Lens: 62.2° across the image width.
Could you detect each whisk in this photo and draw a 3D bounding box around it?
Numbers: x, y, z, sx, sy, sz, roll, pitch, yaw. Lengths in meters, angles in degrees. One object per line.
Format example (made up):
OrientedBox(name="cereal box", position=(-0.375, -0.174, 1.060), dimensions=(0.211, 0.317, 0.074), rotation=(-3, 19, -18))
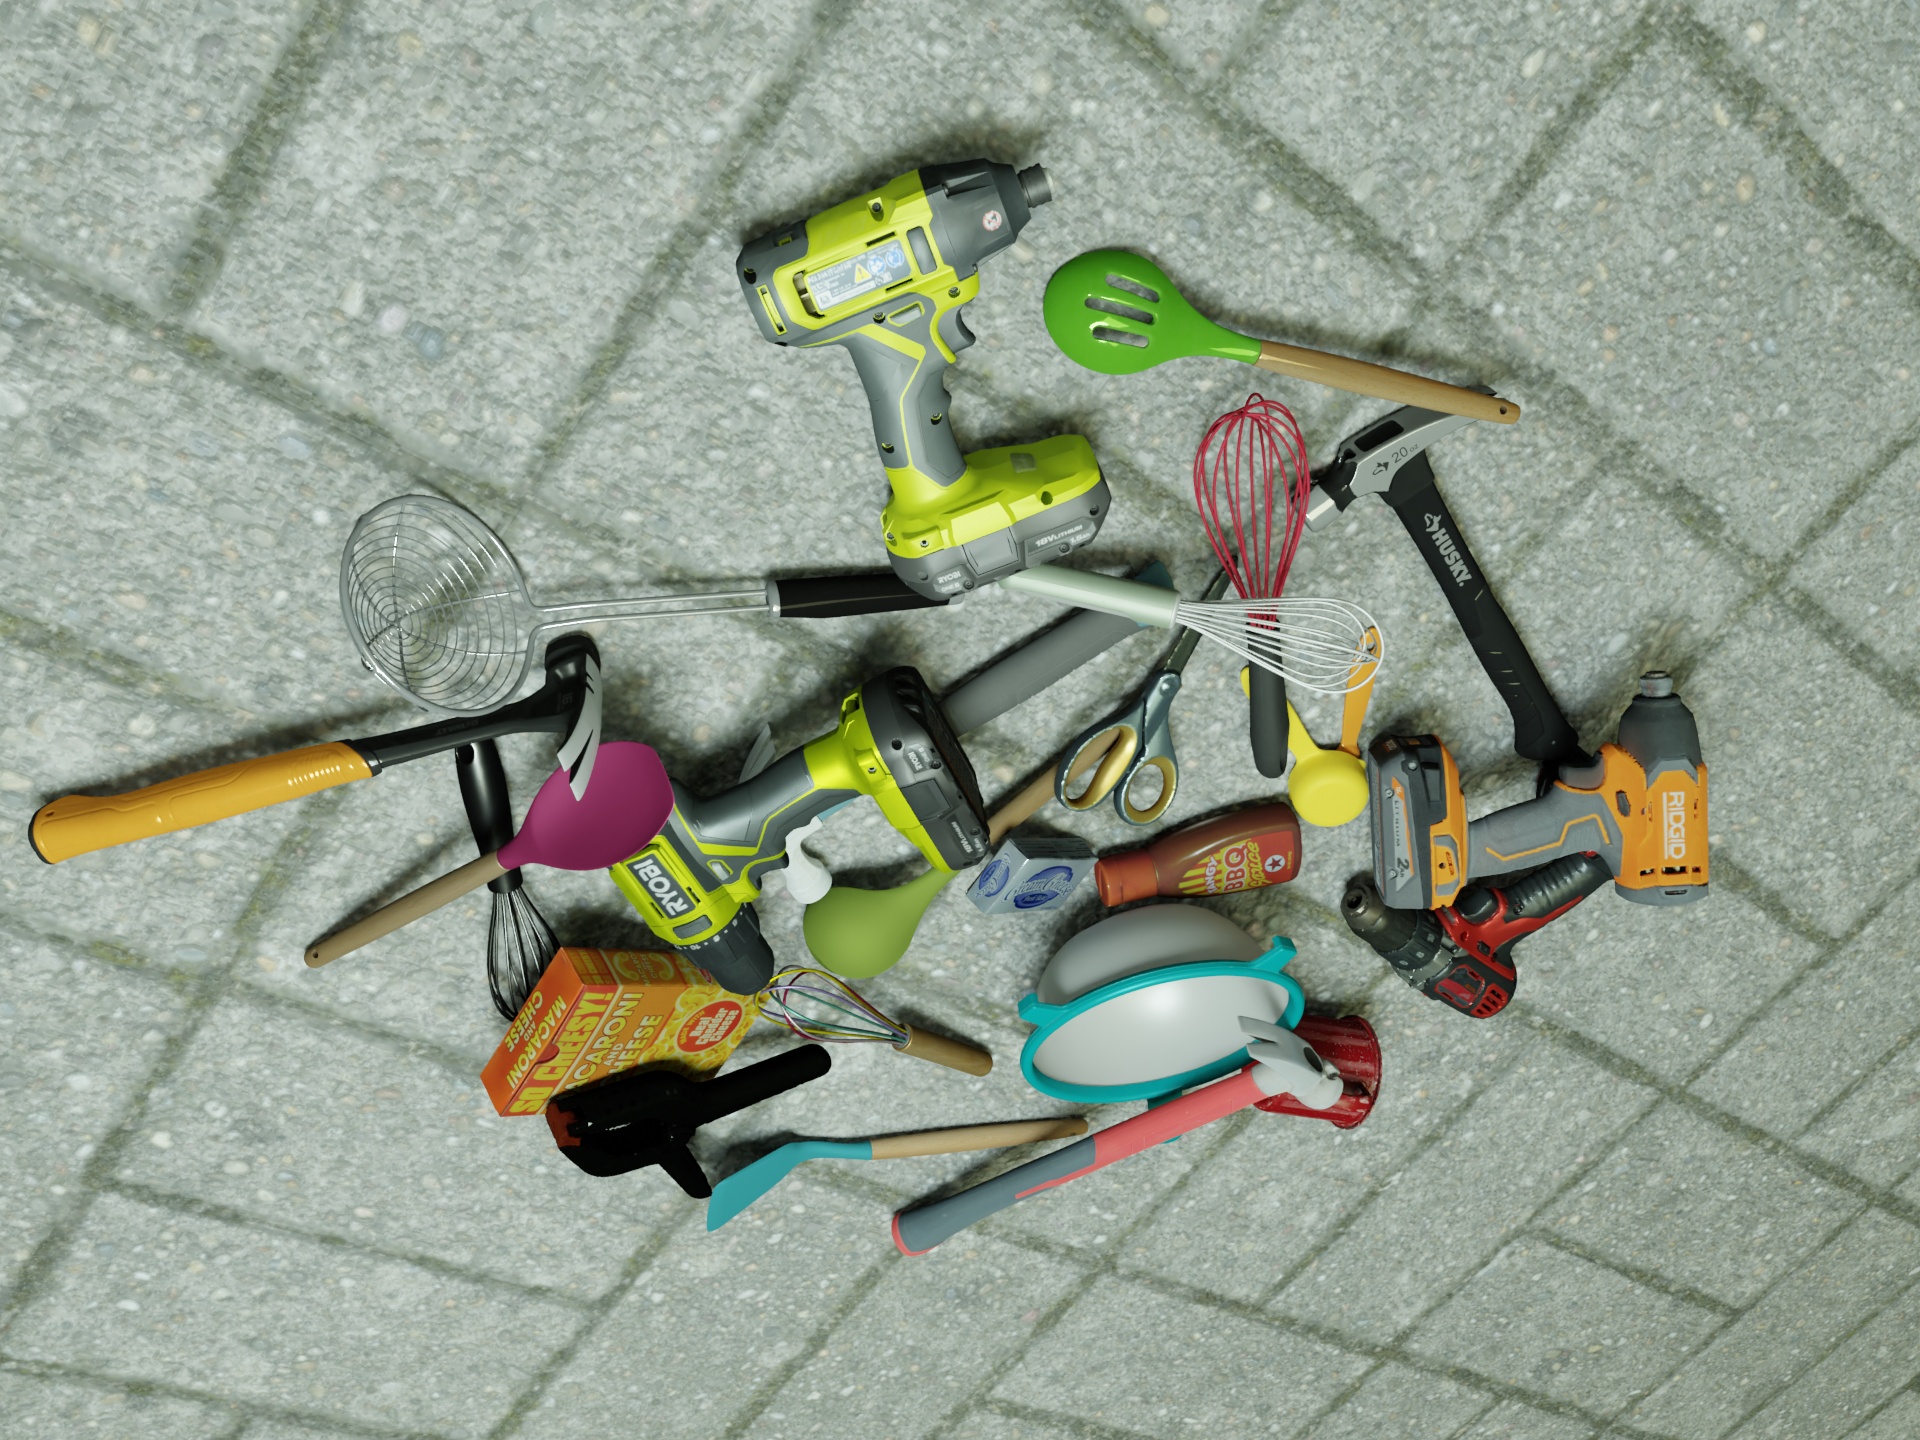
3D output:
OrientedBox(name="whisk", position=(0.141, -0.066, 0.993), dimensions=(0.246, 0.058, 0.059), rotation=(13, 101, 7))
OrientedBox(name="whisk", position=(-0.055, 0.224, 1.160), dimensions=(0.244, 0.051, 0.047), rotation=(30, 81, -43))
OrientedBox(name="whisk", position=(0.196, -0.077, 1.038), dimensions=(0.073, 0.073, 0.295), rotation=(-16, 127, -6))
OrientedBox(name="whisk", position=(-0.293, 0.105, 1.029), dimensions=(0.055, 0.055, 0.238), rotation=(-9, 120, -10))

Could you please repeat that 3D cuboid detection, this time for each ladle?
OrientedBox(name="ladle", position=(0.023, 0.069, 1.108), dimensions=(0.320, 0.062, 0.078), rotation=(-39, 115, 2))

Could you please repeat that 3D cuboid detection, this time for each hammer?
OrientedBox(name="hammer", position=(-0.374, 0.033, 0.924), dimensions=(0.337, 0.127, 0.034), rotation=(-14, 127, 0))
OrientedBox(name="hammer", position=(-0.002, -0.003, 1.051), dimensions=(0.331, 0.033, 0.128), rotation=(-31, 127, 5))
OrientedBox(name="hammer", position=(0.361, -0.084, 1.104), dimensions=(0.146, 0.035, 0.334), rotation=(-36, 125, 9))
OrientedBox(name="hammer", position=(0.096, 0.332, 1.234), dimensions=(0.386, 0.038, 0.143), rotation=(-30, 141, 22))

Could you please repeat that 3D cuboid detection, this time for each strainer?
OrientedBox(name="strainer", position=(0.147, 0.231, 1.227), dimensions=(0.211, 0.095, 0.340), rotation=(-13, 146, 0))

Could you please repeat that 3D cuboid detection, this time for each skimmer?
OrientedBox(name="skimmer", position=(-0.163, -0.074, 0.919), dimensions=(0.363, 0.127, 0.090), rotation=(-5, 167, -18))

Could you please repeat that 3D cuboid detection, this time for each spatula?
OrientedBox(name="spatula", position=(-0.045, 0.350, 1.264), dimensions=(0.317, 0.044, 0.082), rotation=(-3, 138, -17))

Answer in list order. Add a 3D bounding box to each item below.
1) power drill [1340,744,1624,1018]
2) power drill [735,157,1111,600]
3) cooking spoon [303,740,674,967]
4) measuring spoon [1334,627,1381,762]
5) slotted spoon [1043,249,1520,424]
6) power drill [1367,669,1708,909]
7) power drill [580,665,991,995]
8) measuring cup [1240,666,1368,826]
OrientedBox(name="power drill", position=(0.421, 0.125, 1.237), dimensions=(0.187, 0.080, 0.226), rotation=(32, 112, -31))
OrientedBox(name="power drill", position=(-0.003, -0.192, 0.892), dimensions=(0.171, 0.080, 0.223), rotation=(-20, 124, 7))
OrientedBox(name="cooking spoon", position=(-0.297, 0.093, 0.975), dimensions=(0.319, 0.017, 0.069), rotation=(-26, 83, 25))
OrientedBox(name="measuring spoon", position=(0.287, -0.014, 1.141), dimensions=(0.021, 0.011, 0.116), rotation=(-6, 124, -13))
OrientedBox(name="slotted spoon", position=(0.200, -0.217, 0.950), dimensions=(0.313, 0.031, 0.070), rotation=(10, 97, -17))
OrientedBox(name="power drill", position=(0.409, 0.052, 1.126), dimensions=(0.226, 0.084, 0.164), rotation=(-4, 101, 7))
OrientedBox(name="power drill", position=(-0.102, 0.077, 1.006), dimensions=(0.228, 0.080, 0.190), rotation=(-23, 126, 8))
OrientedBox(name="measuring cup", position=(0.242, 0.021, 1.136), dimensions=(0.062, 0.029, 0.156), rotation=(-28, 124, 21))
